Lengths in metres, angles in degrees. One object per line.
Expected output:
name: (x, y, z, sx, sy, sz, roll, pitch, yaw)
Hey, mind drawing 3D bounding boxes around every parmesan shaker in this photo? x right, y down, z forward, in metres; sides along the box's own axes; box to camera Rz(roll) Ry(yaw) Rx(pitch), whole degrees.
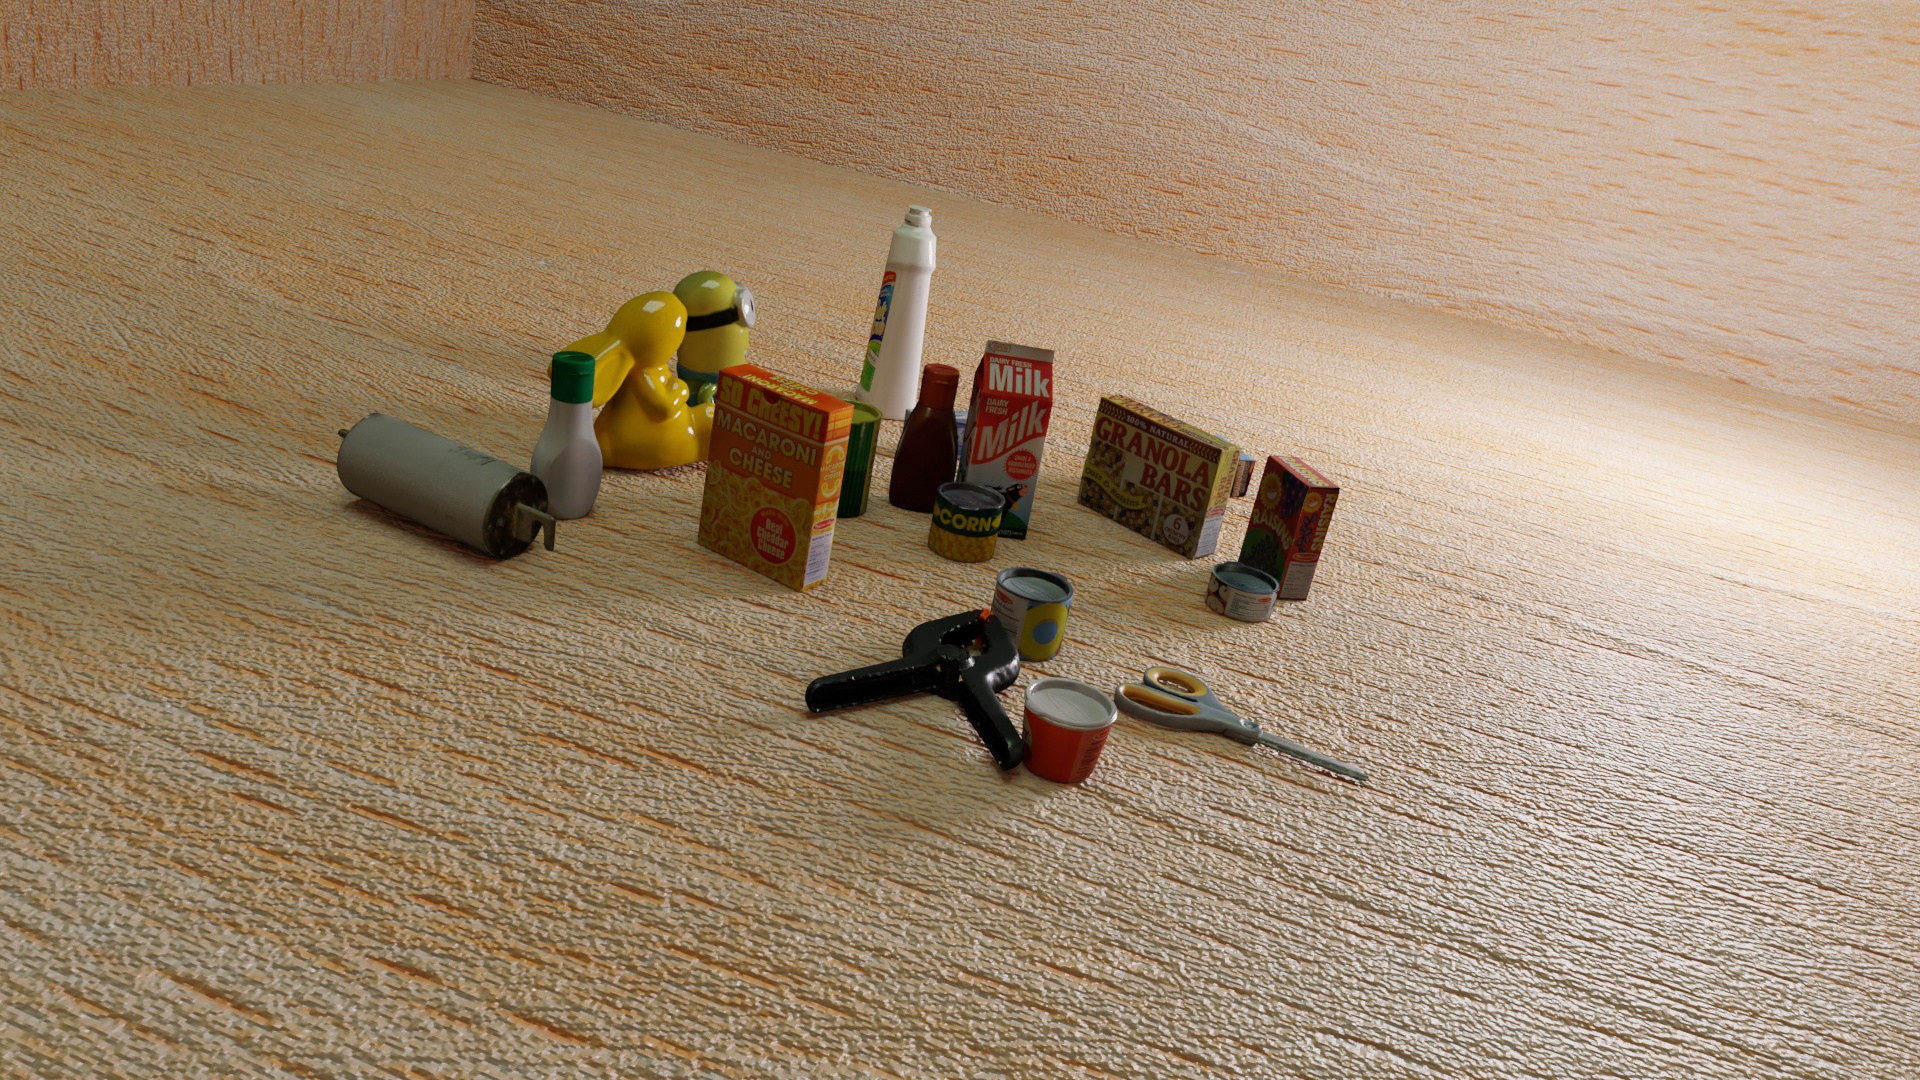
parmesan shaker: (-0.118, -0.080, 1.370, 0.071, 0.102, 0.071, 10, 22, -4)

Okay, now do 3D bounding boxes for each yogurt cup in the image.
yogurt cup: (0.075, 0.138, 1.003, 0.072, 0.053, 0.073, 10, 22, -4)

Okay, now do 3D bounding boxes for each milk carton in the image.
milk carton: (0.043, -0.104, 1.388, 0.072, 0.189, 0.074, 7, 22, -9)

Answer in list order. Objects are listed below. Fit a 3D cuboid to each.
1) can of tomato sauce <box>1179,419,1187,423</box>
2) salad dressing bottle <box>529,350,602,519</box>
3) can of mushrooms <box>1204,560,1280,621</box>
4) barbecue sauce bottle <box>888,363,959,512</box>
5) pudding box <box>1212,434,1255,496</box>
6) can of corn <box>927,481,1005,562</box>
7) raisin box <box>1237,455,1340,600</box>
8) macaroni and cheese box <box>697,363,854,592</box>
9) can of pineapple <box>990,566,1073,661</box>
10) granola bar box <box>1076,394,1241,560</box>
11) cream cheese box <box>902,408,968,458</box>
can of tomato sauce: (0.225, -0.095, 1.592, 0.071, 0.082, 0.071, 10, 22, -4)
salad dressing bottle: (-0.348, -0.094, 1.236, 0.064, 0.147, 0.044, -12, 31, -44)
can of mushrooms: (0.270, 0.049, 1.334, 0.071, 0.033, 0.071, 10, 22, -4)
barbecue sauce bottle: (-0.031, -0.104, 1.407, 0.065, 0.148, 0.044, 8, 22, -7)
pudding box: (0.316, -0.091, 1.667, 0.030, 0.049, 0.084, 1, 24, -23)
can of corn: (0.005, -0.017, 1.334, 0.071, 0.058, 0.071, 10, 22, -4)
raisin box: (0.328, -0.013, 1.392, 0.040, 0.122, 0.086, 3, 23, -19)
macaroni and cheese box: (-0.163, -0.055, 1.206, 0.124, 0.165, 0.040, 23, 25, 27)
can of pineapple: (0.059, 0.062, 1.173, 0.071, 0.057, 0.071, 10, 22, -4)
granola bar box: (0.206, -0.069, 1.467, 0.039, 0.123, 0.166, -12, 31, -44)
cream cheese box: (-0.015, -0.120, 1.578, 0.104, 0.053, 0.024, 0, 24, -25)
